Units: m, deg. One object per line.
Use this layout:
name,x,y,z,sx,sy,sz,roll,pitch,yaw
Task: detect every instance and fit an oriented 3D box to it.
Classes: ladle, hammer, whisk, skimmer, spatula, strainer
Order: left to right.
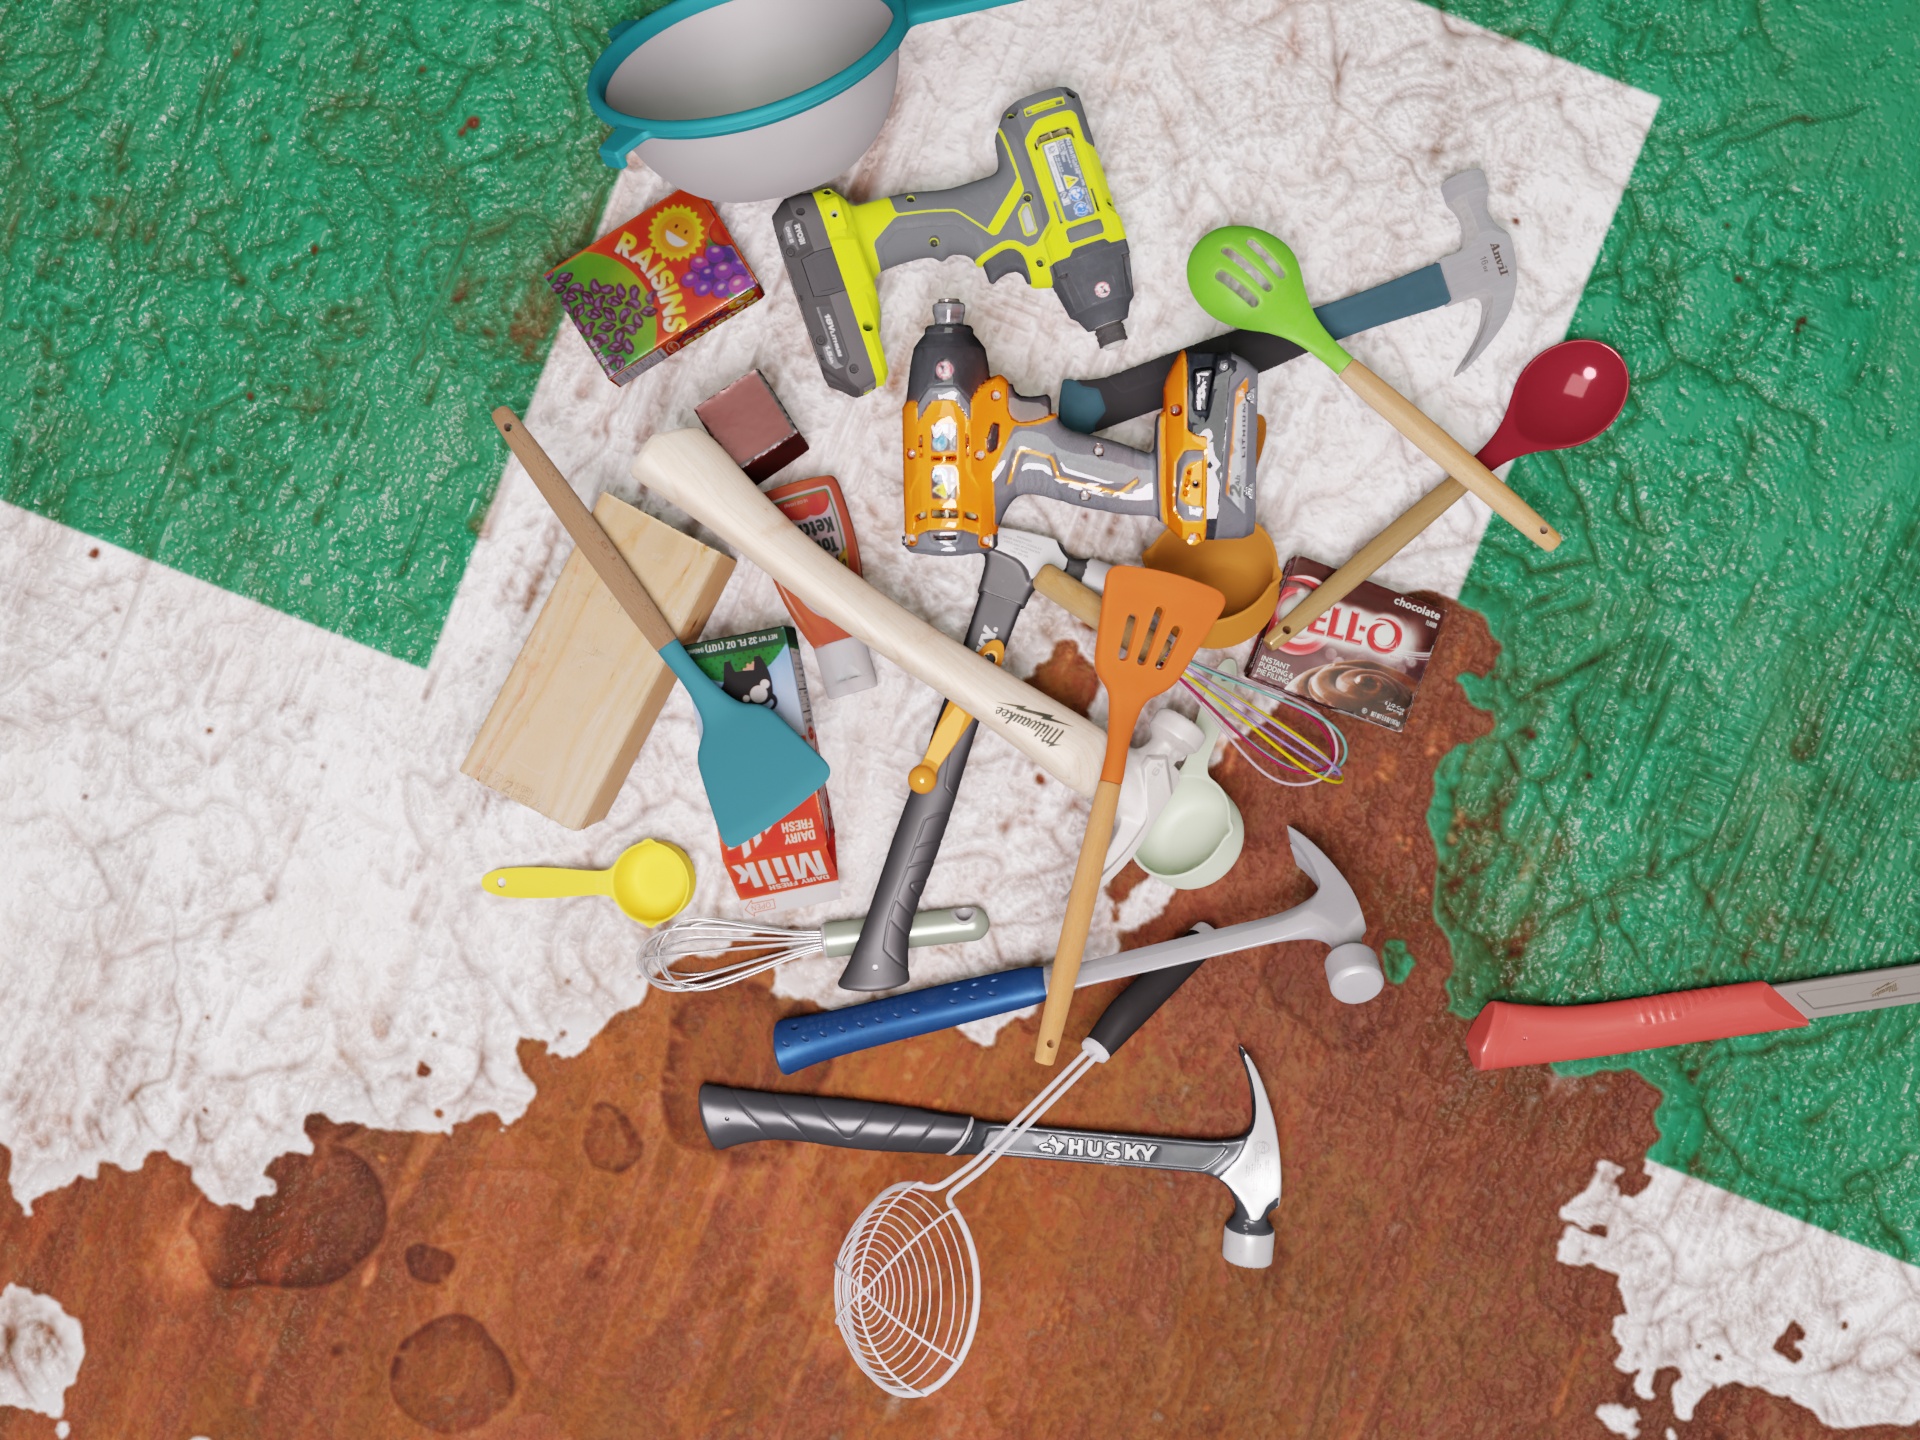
spatula,-0.202,-0.070,1.006,0.082,0.044,0.317,-36,91,5
whisk,-0.102,0.155,1.105,0.246,0.058,0.059,-6,126,-2
strainer,-0.066,-0.415,1.037,0.340,0.211,0.095,-12,136,3
hammer,-0.040,-0.045,1.034,0.410,0.038,0.146,35,83,-8
hammer,-0.016,0.026,1.084,0.146,0.035,0.335,19,85,0
hammer,0.020,0.287,1.109,0.409,0.036,0.149,5,91,1
skimmer,0.057,0.279,1.054,0.363,0.127,0.090,-40,124,-23
hammer,0.069,0.172,1.078,0.405,0.144,0.035,-15,126,9
spatula,0.092,0.064,1.018,0.081,0.041,0.322,14,88,-10
whisk,0.153,-0.031,1.056,0.245,0.051,0.047,34,51,3
hammer,0.221,-0.263,1.092,0.331,0.033,0.128,-19,90,1
ladle,0.325,-0.148,1.075,0.315,0.031,0.069,-39,85,-7
hammer,0.534,0.210,1.099,0.359,0.037,0.149,-9,91,1

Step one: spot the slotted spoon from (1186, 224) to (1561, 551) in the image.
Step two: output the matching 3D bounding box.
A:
slotted spoon,0.278,-0.220,1.057,0.314,0.031,0.070,41,88,2

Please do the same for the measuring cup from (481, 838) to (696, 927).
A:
measuring cup,-0.260,0.112,1.117,0.156,0.029,0.062,-1,92,13

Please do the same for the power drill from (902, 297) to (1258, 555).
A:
power drill,0.074,-0.190,1.026,0.226,0.084,0.164,0,101,5

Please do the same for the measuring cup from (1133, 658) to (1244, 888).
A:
measuring cup,0.169,0.038,1.092,0.083,0.038,0.168,3,64,39

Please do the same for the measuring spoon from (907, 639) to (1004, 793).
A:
measuring spoon,-0.002,-0.003,1.063,0.021,0.011,0.117,29,85,0

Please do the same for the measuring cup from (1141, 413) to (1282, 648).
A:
measuring cup,0.185,-0.128,1.091,0.095,0.052,0.174,11,65,20

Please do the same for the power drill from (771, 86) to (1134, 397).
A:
power drill,0.000,-0.308,1.073,0.223,0.080,0.171,-19,95,-1
